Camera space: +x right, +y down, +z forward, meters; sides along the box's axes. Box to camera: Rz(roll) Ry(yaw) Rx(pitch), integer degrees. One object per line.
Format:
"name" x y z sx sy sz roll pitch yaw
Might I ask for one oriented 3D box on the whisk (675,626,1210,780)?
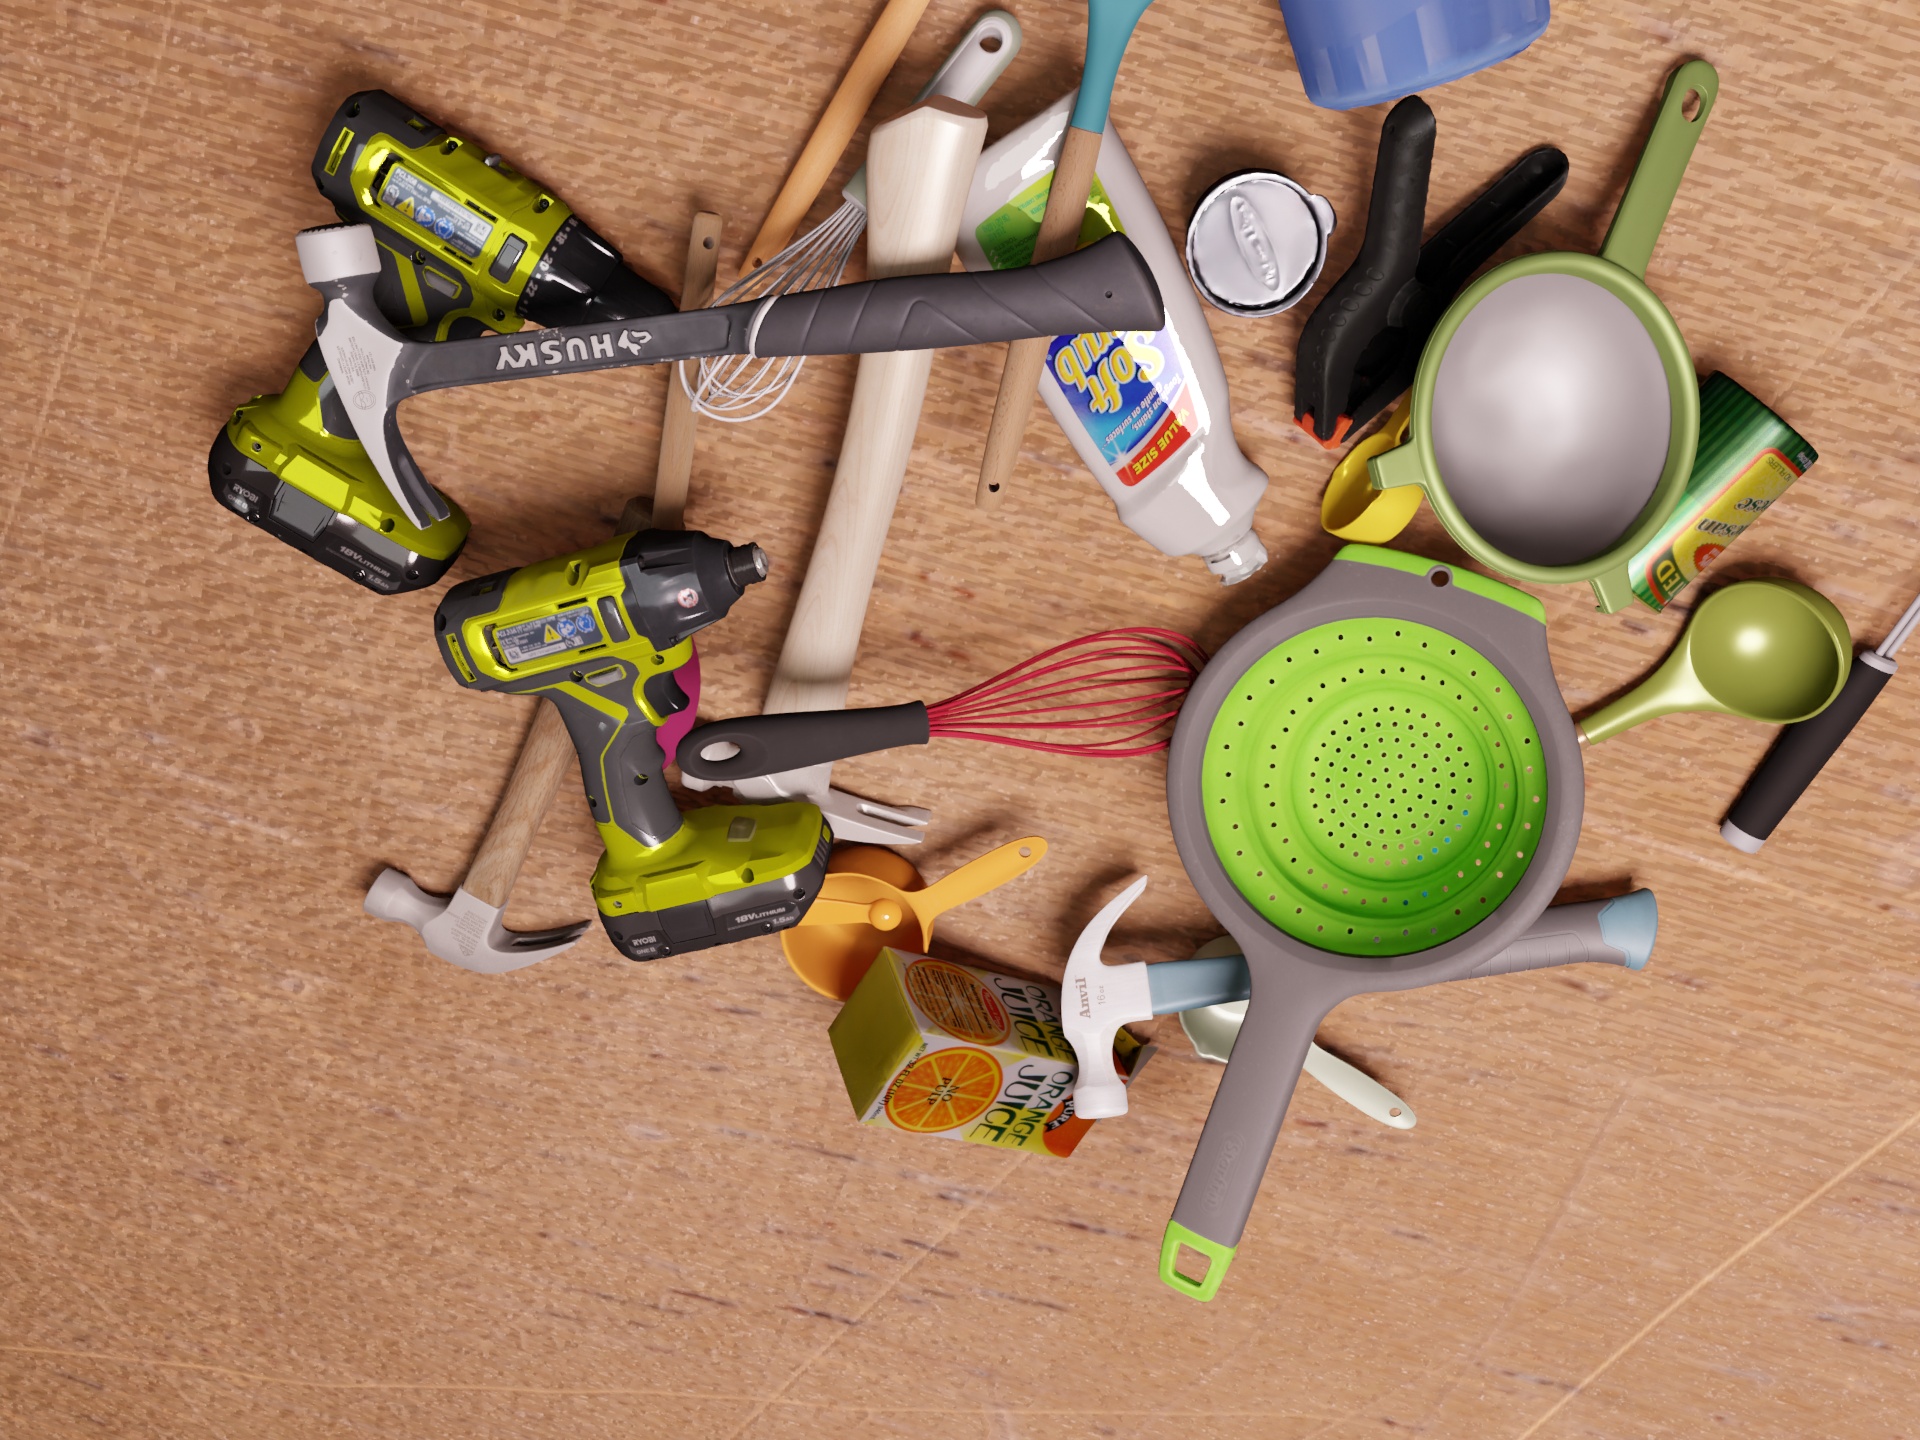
"whisk" -0.001 -0.003 0.832 0.295 0.073 0.073 -8 113 -16

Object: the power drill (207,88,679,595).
"power drill" -0.275 -0.184 0.842 0.190 0.080 0.228 31 110 -14

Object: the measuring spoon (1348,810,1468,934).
"measuring spoon" 0.259 0.106 0.912 0.042 0.021 0.128 25 113 -3

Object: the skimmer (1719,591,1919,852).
"skimmer" 0.506 -0.064 0.771 0.127 0.090 0.363 10 120 -30

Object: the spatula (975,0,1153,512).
"spatula" 0.049 -0.239 0.716 0.082 0.044 0.317 12 116 -6

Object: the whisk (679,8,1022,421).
"whisk" -0.054 -0.247 0.783 0.058 0.059 0.246 40 99 -5

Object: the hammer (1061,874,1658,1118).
"hammer" 0.219 0.136 0.884 0.331 0.033 0.128 -8 74 4

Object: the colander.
"colander" 0.192 0.111 0.839 0.204 0.094 0.397 21 96 22

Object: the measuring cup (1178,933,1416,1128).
"measuring cup" 0.203 0.187 0.946 0.167 0.038 0.083 35 112 -9

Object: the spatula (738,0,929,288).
"spatula" -0.023 -0.348 0.770 0.081 0.041 0.322 34 117 -7

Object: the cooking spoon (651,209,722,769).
"cooking spoon" -0.158 -0.111 0.855 0.068 0.017 0.318 1 115 -25

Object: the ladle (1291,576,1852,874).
"ladle" 0.310 0.021 0.853 0.320 0.062 0.078 -30 88 21

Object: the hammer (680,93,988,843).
"hammer" -0.043 -0.108 0.824 0.146 0.038 0.410 17 124 0

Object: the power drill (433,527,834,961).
"power drill" -0.157 0.010 0.851 0.171 0.080 0.223 -14 117 10

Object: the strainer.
"strainer" 0.286 -0.188 0.754 0.151 0.069 0.256 24 87 -16

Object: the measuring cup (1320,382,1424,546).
"measuring cup" 0.238 -0.156 0.800 0.029 0.062 0.156 29 103 -18

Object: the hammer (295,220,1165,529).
"hammer" -0.110 -0.177 0.745 0.409 0.036 0.149 -3 111 13

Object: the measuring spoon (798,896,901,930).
"measuring spoon" -0.092 0.111 0.913 0.117 0.011 0.021 1 112 8

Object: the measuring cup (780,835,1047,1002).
"measuring cup" -0.023 0.099 0.935 0.173 0.052 0.095 -28 105 16

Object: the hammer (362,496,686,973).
"hammer" -0.241 0.017 0.942 0.130 0.031 0.331 29 113 -4
